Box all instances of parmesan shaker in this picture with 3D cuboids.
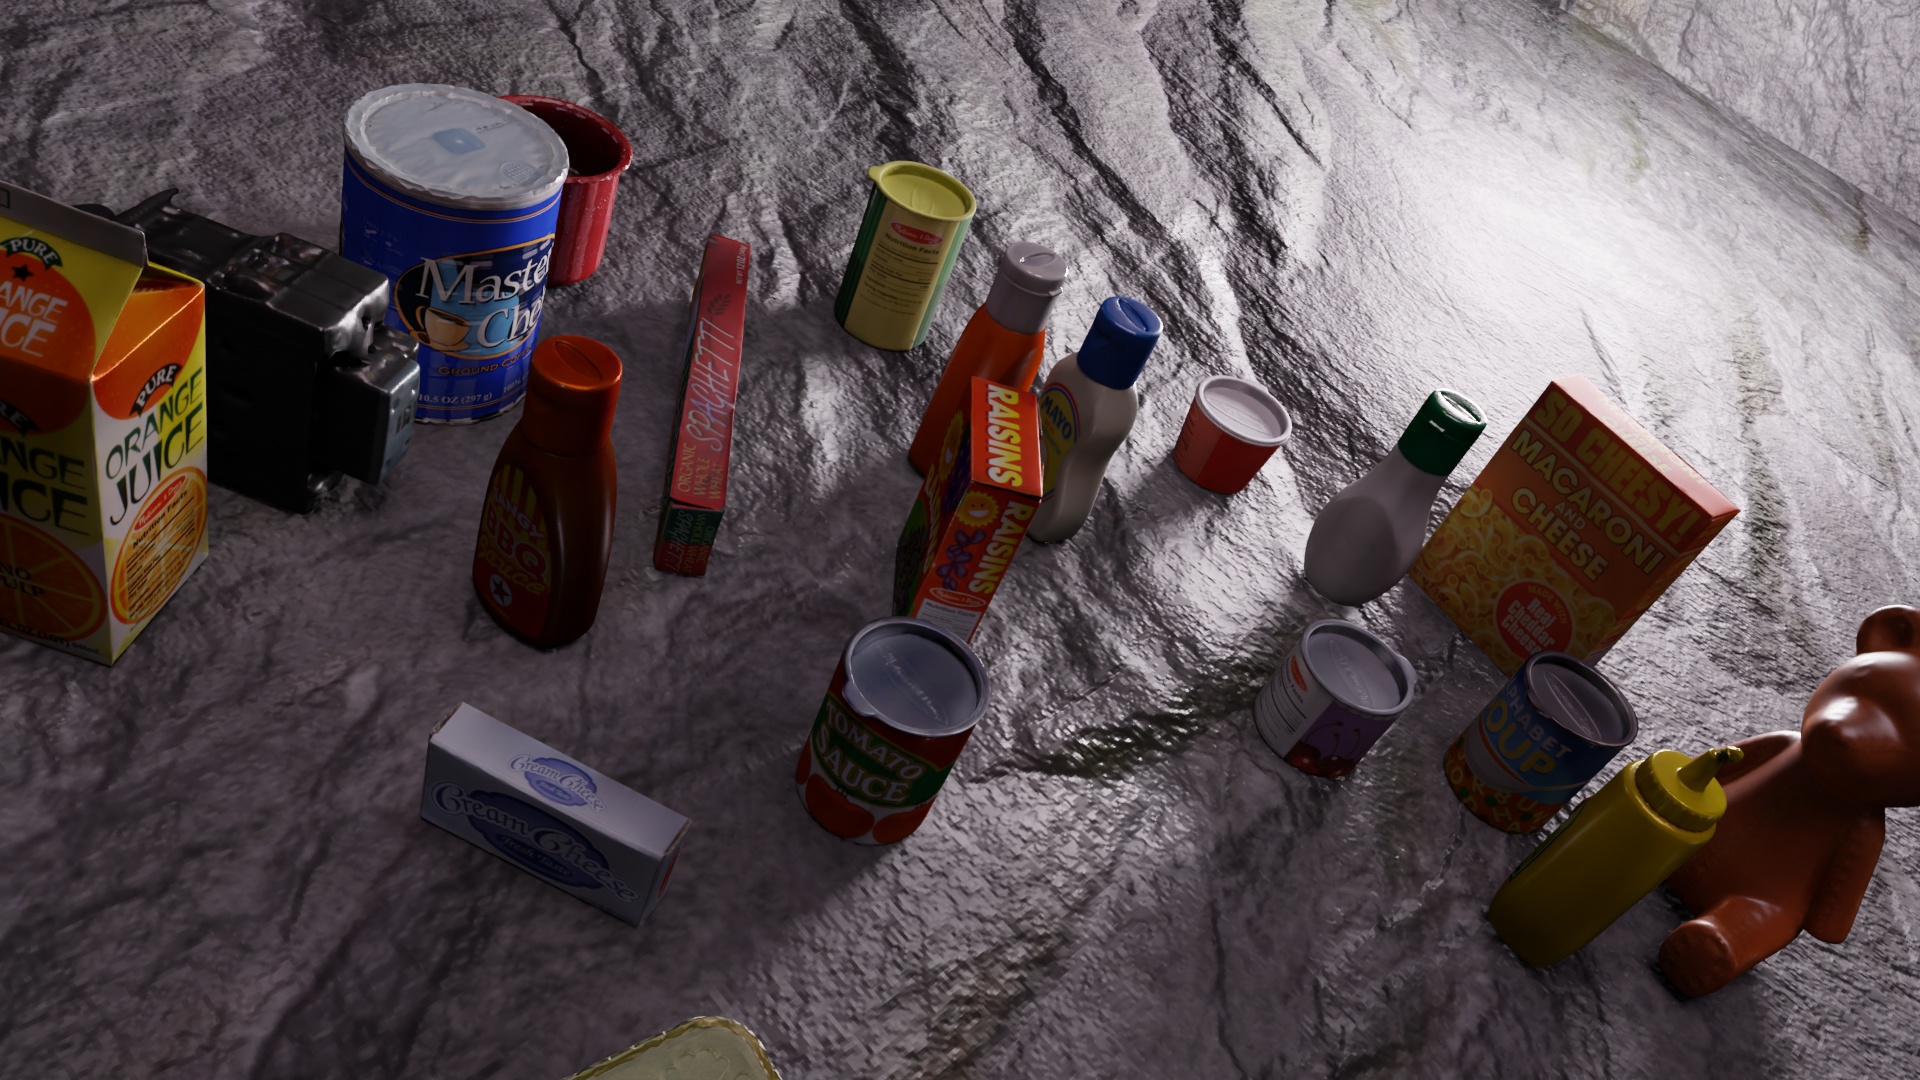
[{"bbox_3d":[-0.040,-0.184,0.897,0.071,0.102,0.072,14,40,-13],"label":"parmesan shaker"}]

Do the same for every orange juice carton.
[{"bbox_3d":[-0.339,-0.049,0.524,0.072,0.191,0.073,20,39,-6],"label":"orange juice carton"}]

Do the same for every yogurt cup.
[{"bbox_3d":[0.176,-0.068,0.918,0.072,0.053,0.073,14,40,-13],"label":"yogurt cup"}]

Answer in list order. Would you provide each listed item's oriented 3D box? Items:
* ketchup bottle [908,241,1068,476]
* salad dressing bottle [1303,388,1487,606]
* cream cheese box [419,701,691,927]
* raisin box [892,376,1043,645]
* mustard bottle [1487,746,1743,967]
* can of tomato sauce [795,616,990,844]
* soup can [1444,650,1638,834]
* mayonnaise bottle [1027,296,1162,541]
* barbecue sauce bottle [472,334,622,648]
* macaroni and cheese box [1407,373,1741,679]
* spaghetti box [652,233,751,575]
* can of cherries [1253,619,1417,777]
[{"bbox_3d":[0.019,-0.100,0.799,0.043,0.148,0.065,43,42,20],"label":"ketchup bottle"},{"bbox_3d":[0.262,-0.024,0.840,0.044,0.146,0.064,-20,57,-41],"label":"salad dressing bottle"},{"bbox_3d":[-0.161,0.109,0.548,0.104,0.053,0.024,27,39,2],"label":"cream cheese box"},{"bbox_3d":[0.003,-0.009,0.709,0.040,0.122,0.086,15,40,-12],"label":"raisin box"},{"bbox_3d":[0.321,0.145,0.672,0.065,0.159,0.049,-20,57,-41],"label":"mustard bottle"},{"bbox_3d":[-0.033,0.086,0.617,0.071,0.082,0.071,14,40,-13],"label":"can of tomato sauce"},{"bbox_3d":[0.316,0.112,0.766,0.071,0.083,0.072,14,40,-13],"label":"soup can"},{"bbox_3d":[0.068,-0.070,0.791,0.041,0.147,0.065,-7,49,-33],"label":"mayonnaise bottle"},{"bbox_3d":[-0.179,-0.022,0.610,0.065,0.147,0.044,41,42,18],"label":"barbecue sauce bottle"},{"bbox_3d":[0.368,0.001,0.852,0.040,0.165,0.124,-12,52,-37],"label":"macaroni and cheese box"},{"bbox_3d":[-0.142,-0.083,0.775,0.029,0.049,0.251,12,41,-15],"label":"spaghetti box"},{"bbox_3d":[0.204,0.087,0.757,0.071,0.058,0.072,14,40,-13],"label":"can of cherries"}]
